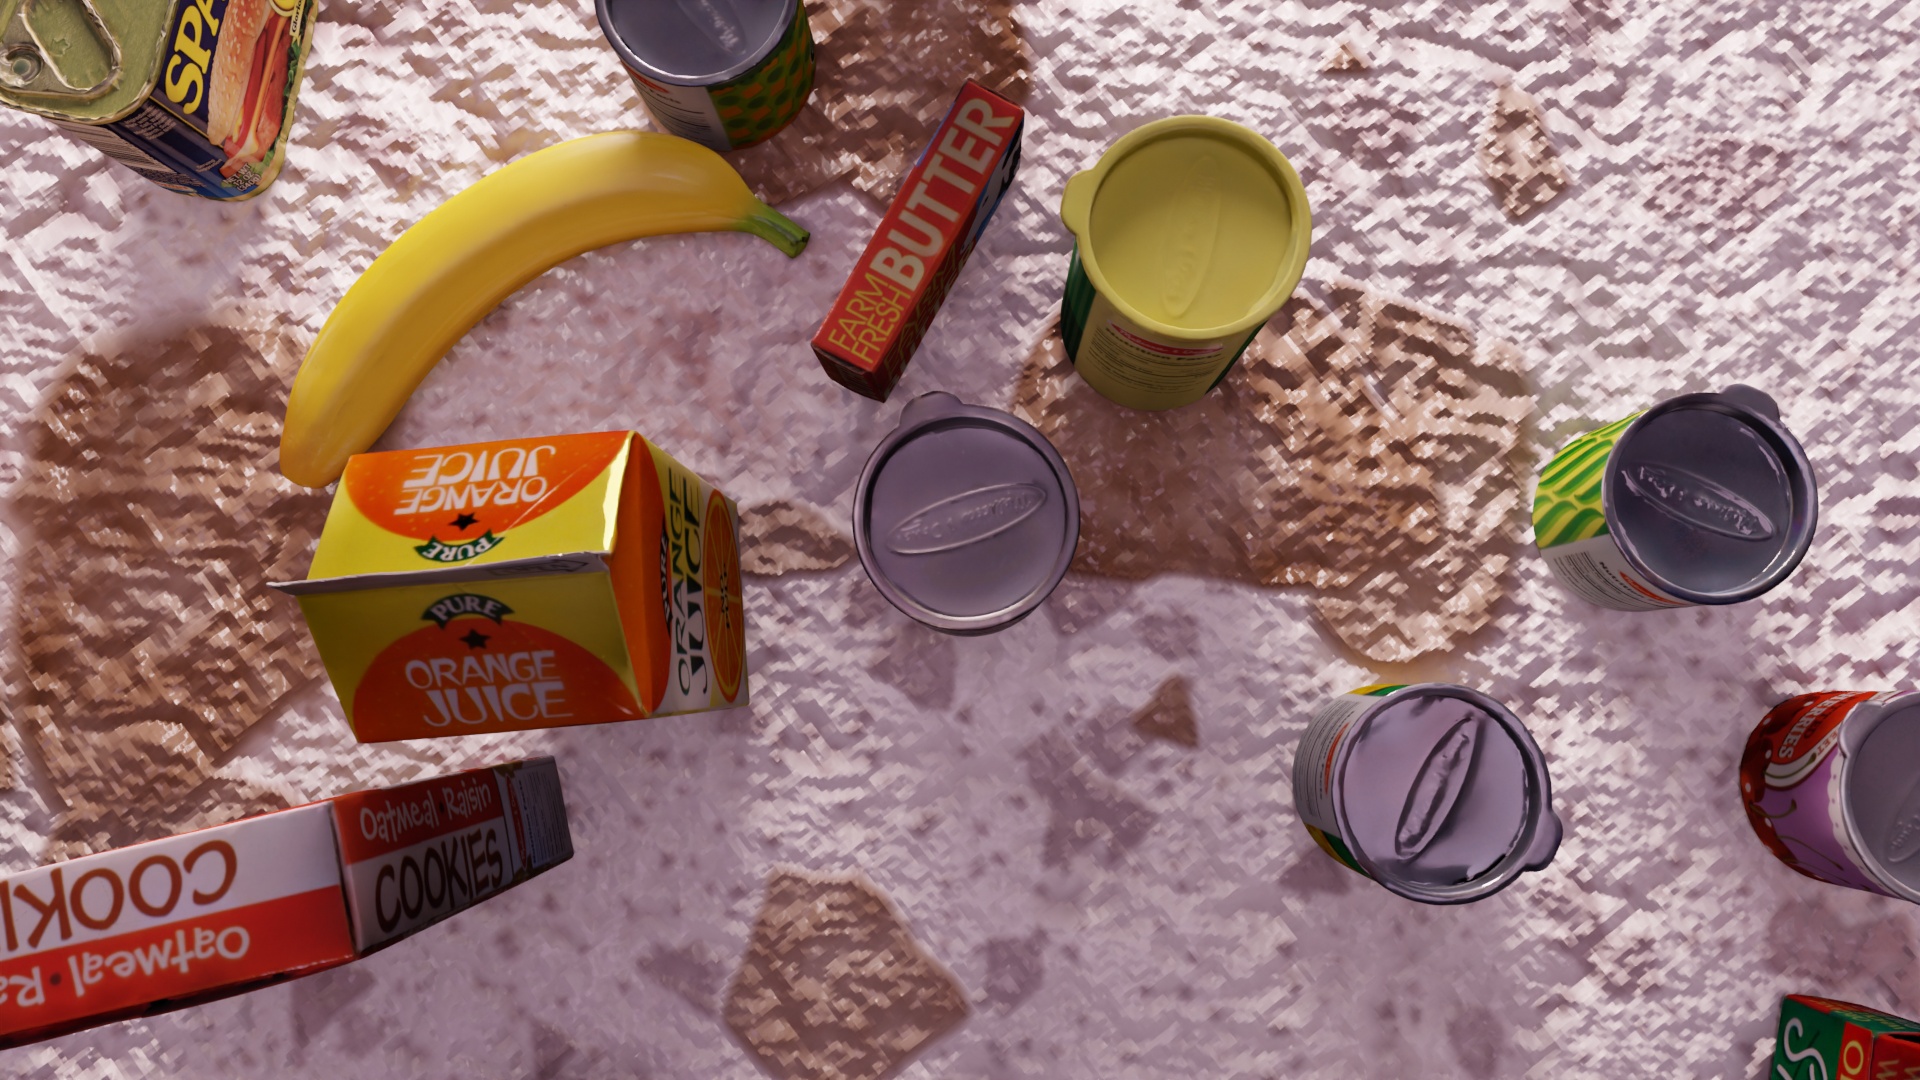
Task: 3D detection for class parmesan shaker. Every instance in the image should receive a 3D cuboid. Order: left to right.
[{"bbox_3d":[0.064,-0.084,0.441,0.071,0.103,0.071,0,84,1],"label":"parmesan shaker"}]

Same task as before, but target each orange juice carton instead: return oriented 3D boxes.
[{"bbox_3d":[-0.111,0.015,0.386,0.072,0.192,0.073,-4,84,0],"label":"orange juice carton"}]

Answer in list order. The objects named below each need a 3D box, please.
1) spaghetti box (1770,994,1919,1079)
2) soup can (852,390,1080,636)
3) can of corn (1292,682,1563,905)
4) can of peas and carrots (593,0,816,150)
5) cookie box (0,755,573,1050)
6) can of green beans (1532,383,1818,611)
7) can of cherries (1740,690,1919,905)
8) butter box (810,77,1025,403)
[{"bbox_3d":[0.262,0.270,0.427,0.029,0.050,0.250,12,84,2],"label":"spaghetti box"},{"bbox_3d":[0.002,-0.006,0.442,0.071,0.083,0.071,0,84,1],"label":"soup can"},{"bbox_3d":[0.147,0.080,0.445,0.071,0.058,0.071,0,84,1],"label":"can of corn"},{"bbox_3d":[-0.083,-0.176,0.474,0.071,0.058,0.071,0,84,1],"label":"can of peas and carrots"},{"bbox_3d":[-0.195,0.098,0.391,0.123,0.167,0.040,-13,84,-1],"label":"cookie box"},{"bbox_3d":[0.230,-0.010,0.454,0.071,0.058,0.071,0,84,1],"label":"can of green beans"},{"bbox_3d":[0.295,0.078,0.443,0.071,0.058,0.071,0,84,1],"label":"can of cherries"},{"bbox_3d":[-0.013,-0.098,0.468,0.024,0.053,0.103,29,85,3],"label":"butter box"}]
